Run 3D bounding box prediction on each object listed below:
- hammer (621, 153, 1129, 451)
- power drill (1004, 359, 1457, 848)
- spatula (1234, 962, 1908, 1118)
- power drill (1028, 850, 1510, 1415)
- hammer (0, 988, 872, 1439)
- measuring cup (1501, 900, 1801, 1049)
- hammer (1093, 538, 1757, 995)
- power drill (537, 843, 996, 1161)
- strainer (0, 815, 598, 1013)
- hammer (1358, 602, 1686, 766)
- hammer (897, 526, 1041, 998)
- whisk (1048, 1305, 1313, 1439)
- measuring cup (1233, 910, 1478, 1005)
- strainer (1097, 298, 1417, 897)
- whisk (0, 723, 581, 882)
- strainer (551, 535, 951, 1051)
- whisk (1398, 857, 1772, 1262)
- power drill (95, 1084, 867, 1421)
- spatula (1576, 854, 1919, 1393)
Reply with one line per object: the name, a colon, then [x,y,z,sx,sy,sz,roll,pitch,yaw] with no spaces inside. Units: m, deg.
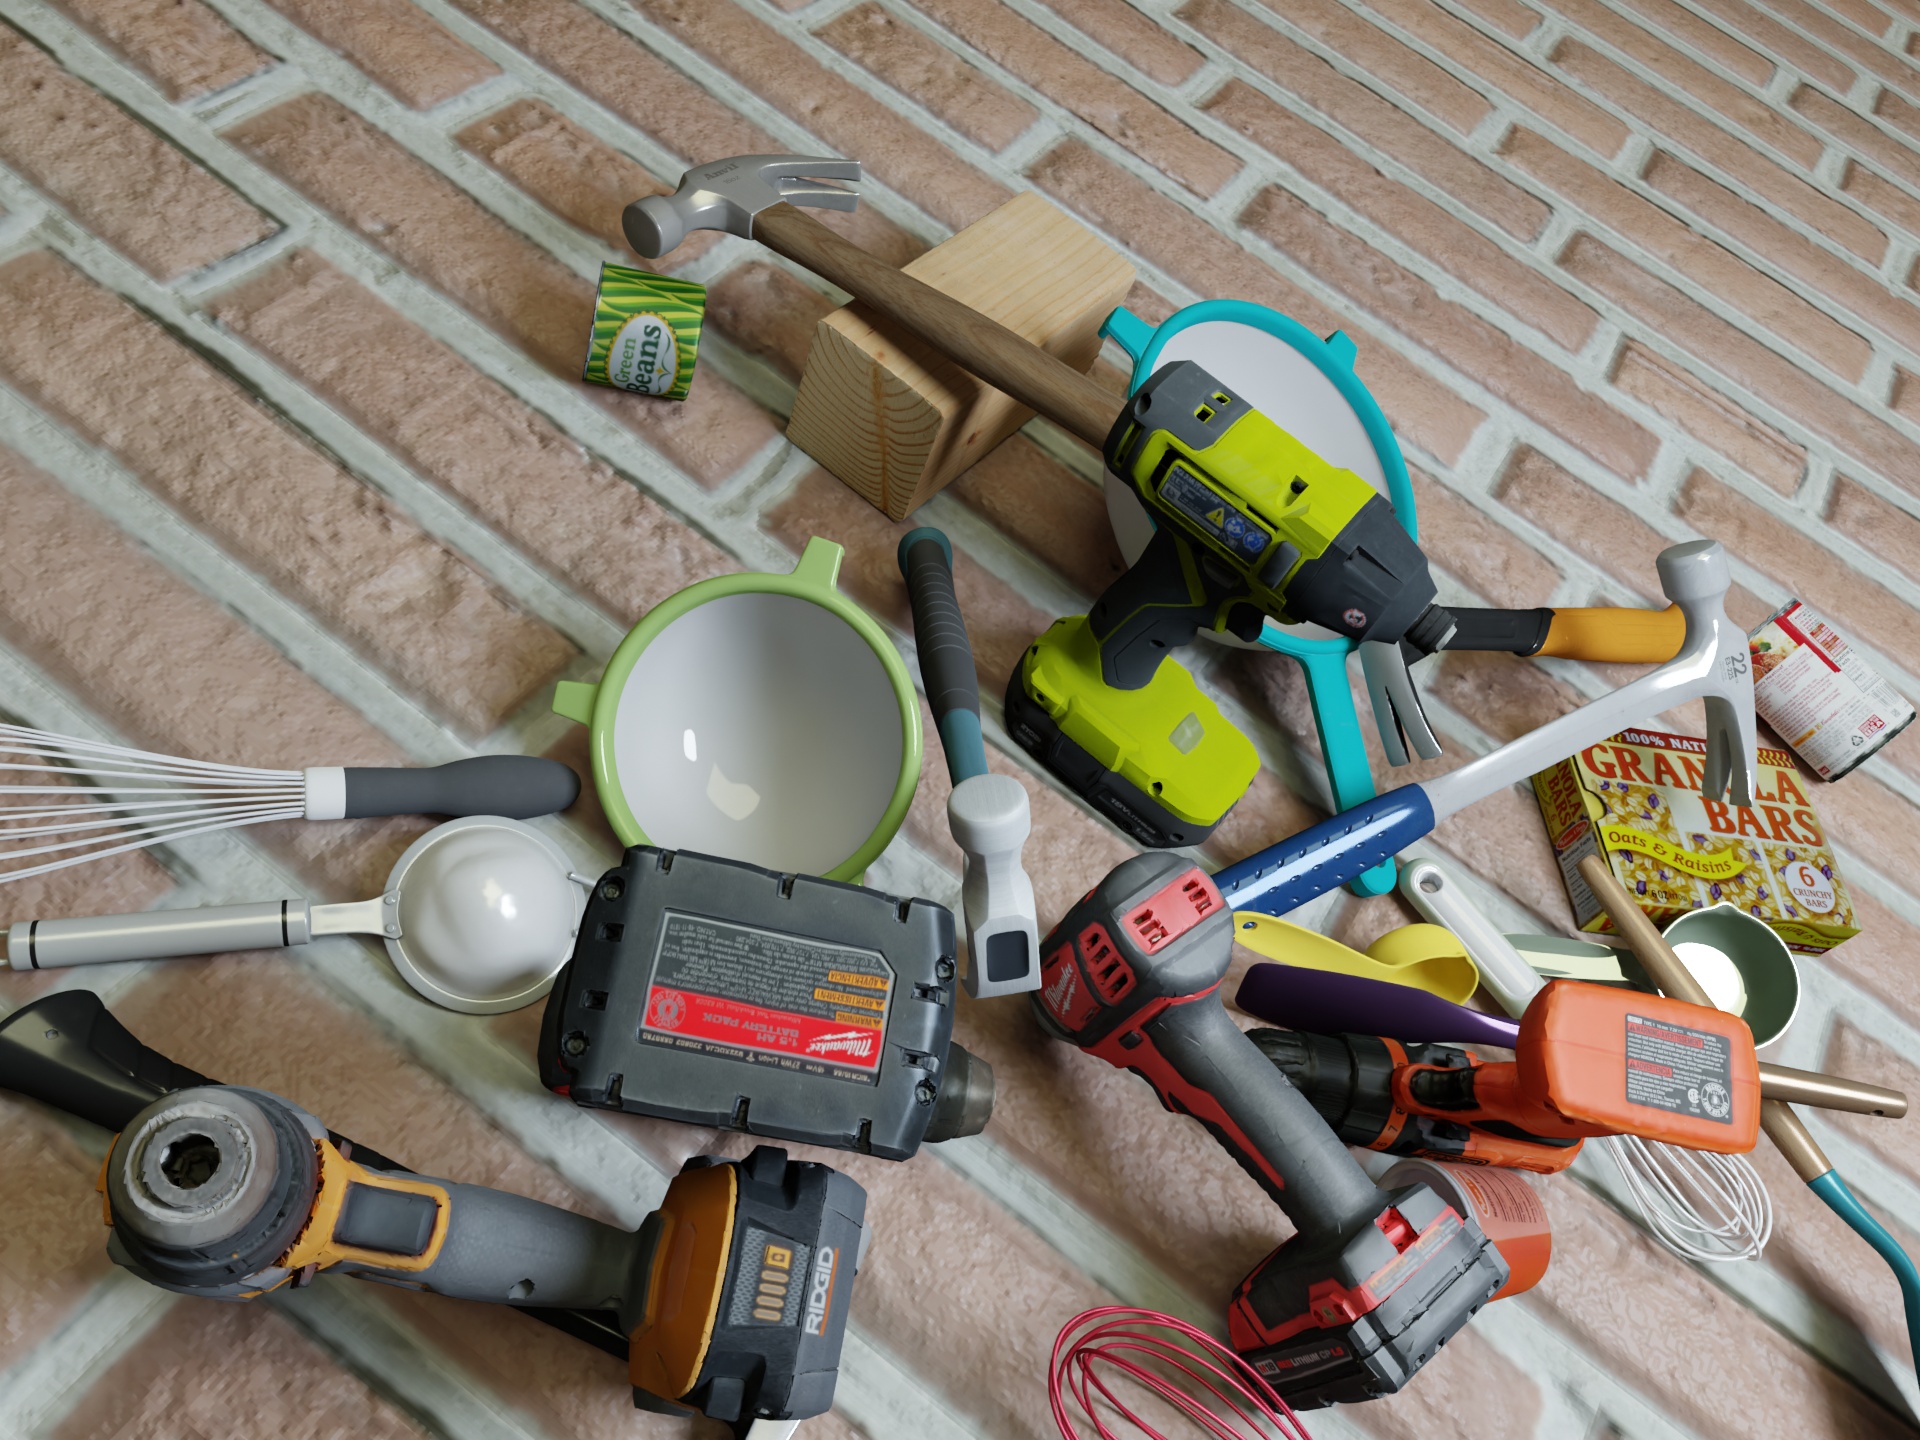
hammer: [-0.014,-0.213,0.837,0.331,0.031,0.130,34,51,18]
power drill: [0.120,-0.041,0.764,0.171,0.223,0.080,40,52,10]
spatula: [0.289,0.155,0.757,0.316,0.059,0.018,10,50,2]
power drill: [0.110,0.170,0.670,0.078,0.143,0.220,-28,75,-30]
hammer: [-0.208,0.190,0.594,0.334,0.035,0.146,25,50,-2]
measuring cup: [0.356,0.135,0.851,0.167,0.038,0.083,7,72,6]
hammer: [0.246,0.045,0.808,0.405,0.035,0.144,-23,103,-16]
power drill: [-0.060,0.118,0.582,0.188,0.226,0.080,13,71,-9]
strainer: [-0.263,0.083,0.650,0.258,0.050,0.087,-3,71,-19]
hammer: [0.356,-0.045,0.942,0.336,0.034,0.127,-2,78,-36]
hammer: [-0.001,-0.002,0.730,0.033,0.128,0.331,-8,33,-2]
whisk: [0.158,0.327,0.621,0.296,0.073,0.073,36,51,-1]
measuring cup: [0.184,0.109,0.768,0.156,0.062,0.029,22,33,-27]
strainer: [0.167,-0.063,0.898,0.211,0.095,0.340,-5,78,-35]
whisk: [-0.301,0.031,0.665,0.284,0.070,0.070,-1,56,-28]
strainer: [-0.062,0.055,0.727,0.151,0.069,0.256,-29,88,7]
whisk: [0.308,0.166,0.801,0.058,0.059,0.246,-35,67,-7]
power drill: [-0.148,0.161,0.497,0.226,0.185,0.084,16,65,-13]
spatula: [0.393,0.205,0.779,0.318,0.044,0.082,61,16,24]
